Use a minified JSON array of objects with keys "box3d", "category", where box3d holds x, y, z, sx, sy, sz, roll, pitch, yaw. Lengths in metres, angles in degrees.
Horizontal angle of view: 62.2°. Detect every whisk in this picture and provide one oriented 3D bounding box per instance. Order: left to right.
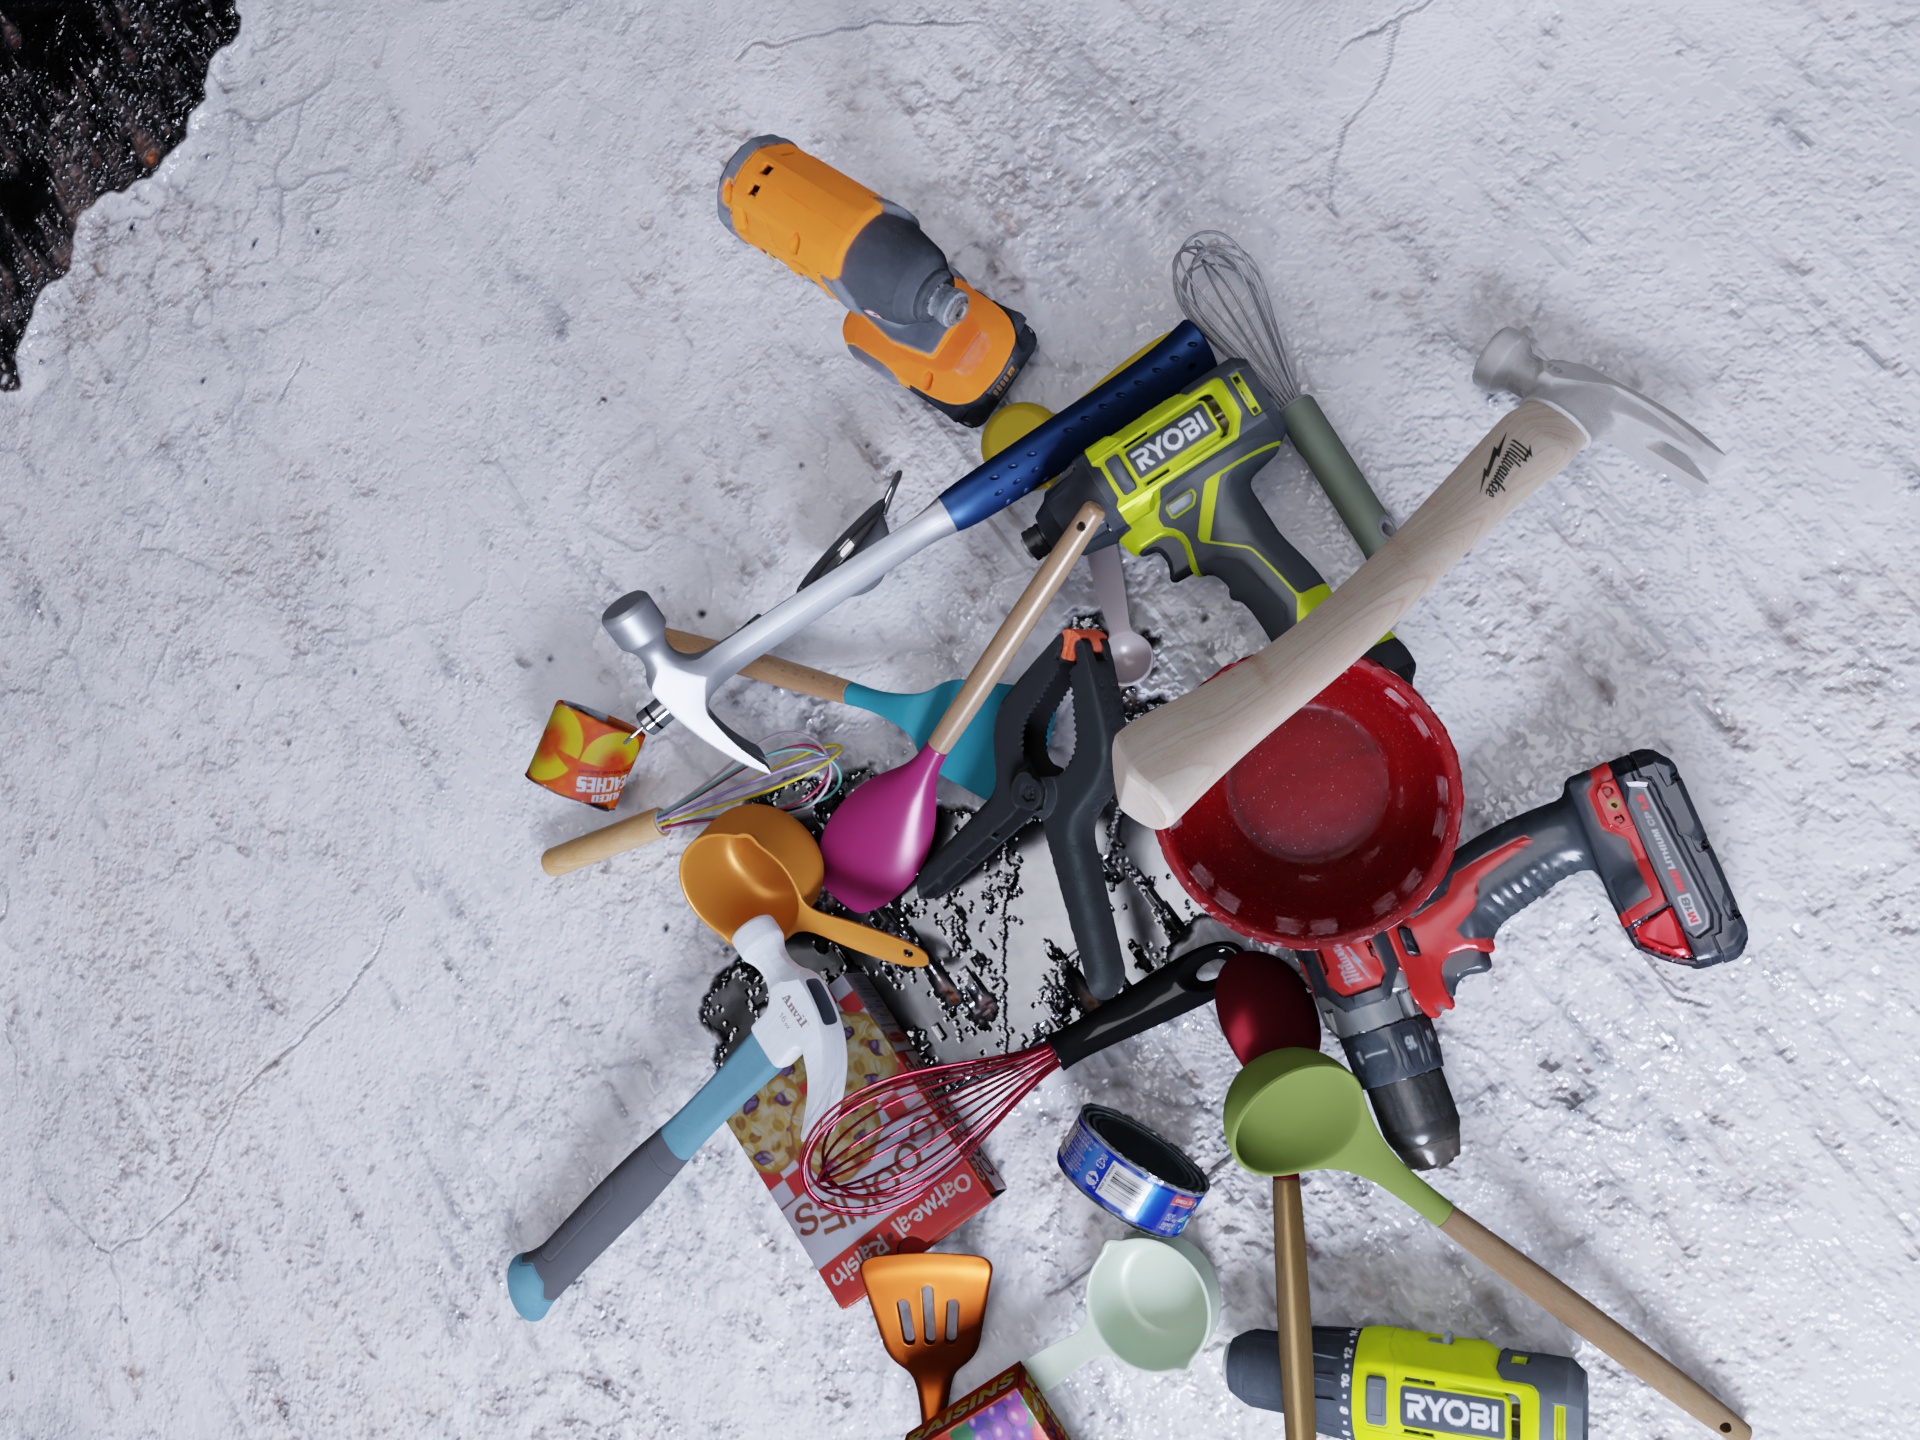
[{"box3d":[-0.183,0.062,1.083,0.245,0.051,0.047,-21,45,21],"category":"whisk"},{"box3d":[0.039,0.207,0.941,0.296,0.073,0.073,-27,73,-4],"category":"whisk"},{"box3d":[0.200,-0.198,0.976,0.059,0.058,0.246,-44,69,46],"category":"whisk"}]

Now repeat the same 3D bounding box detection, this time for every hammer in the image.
[{"box3d":[-0.191,0.278,1.021,0.331,0.033,0.128,-47,67,21],"category":"hammer"},{"box3d":[-0.015,-0.119,0.996,0.405,0.144,0.035,-33,29,-1],"category":"hammer"},{"box3d":[0.233,-0.070,0.823,0.146,0.038,0.411,38,61,24],"category":"hammer"}]

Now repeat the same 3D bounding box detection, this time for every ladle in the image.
[{"box3d":[0.179,0.280,0.874,0.069,0.031,0.316,8,68,-20],"category":"ladle"},{"box3d":[0.277,0.282,0.834,0.320,0.062,0.078,36,106,6],"category":"ladle"}]

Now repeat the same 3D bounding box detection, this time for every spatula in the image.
[{"box3d":[-0.091,-0.021,1.068,0.318,0.044,0.082,17,90,26],"category":"spatula"},{"box3d":[-0.017,0.482,0.955,0.081,0.041,0.323,-1,83,4],"category":"spatula"}]

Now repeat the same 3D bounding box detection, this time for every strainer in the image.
[{"box3d":[-0.124,-0.065,1.055,0.258,0.087,0.050,-39,105,4],"category":"strainer"}]

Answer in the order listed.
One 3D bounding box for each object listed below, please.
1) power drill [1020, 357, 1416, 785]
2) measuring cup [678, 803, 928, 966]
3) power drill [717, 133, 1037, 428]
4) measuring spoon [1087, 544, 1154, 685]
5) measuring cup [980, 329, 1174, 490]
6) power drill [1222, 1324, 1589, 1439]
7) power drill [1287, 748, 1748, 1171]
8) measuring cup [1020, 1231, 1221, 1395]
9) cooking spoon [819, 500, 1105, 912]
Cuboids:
[{"box3d":[0.150,-0.078,0.942,0.171,0.080,0.223,-32,79,15],"category":"power drill"},{"box3d":[-0.093,0.111,1.026,0.173,0.052,0.095,20,125,10],"category":"measuring cup"},{"box3d":[-0.033,-0.256,0.969,0.164,0.226,0.084,37,96,21],"category":"power drill"},{"box3d":[0.099,-0.078,1.011,0.034,0.018,0.124,-17,70,18],"category":"measuring spoon"},{"box3d":[0.080,-0.207,1.025,0.156,0.029,0.062,-35,72,14],"category":"measuring cup"},{"box3d":[0.233,0.443,0.850,0.190,0.080,0.228,-1,80,25],"category":"power drill"},{"box3d":[0.303,0.129,0.871,0.226,0.080,0.188,-23,75,19],"category":"power drill"},{"box3d":[0.083,0.363,0.942,0.167,0.038,0.083,-41,71,22],"category":"measuring cup"},{"box3d":[-0.002,-0.003,0.986,0.069,0.017,0.318,38,114,11],"category":"cooking spoon"}]
